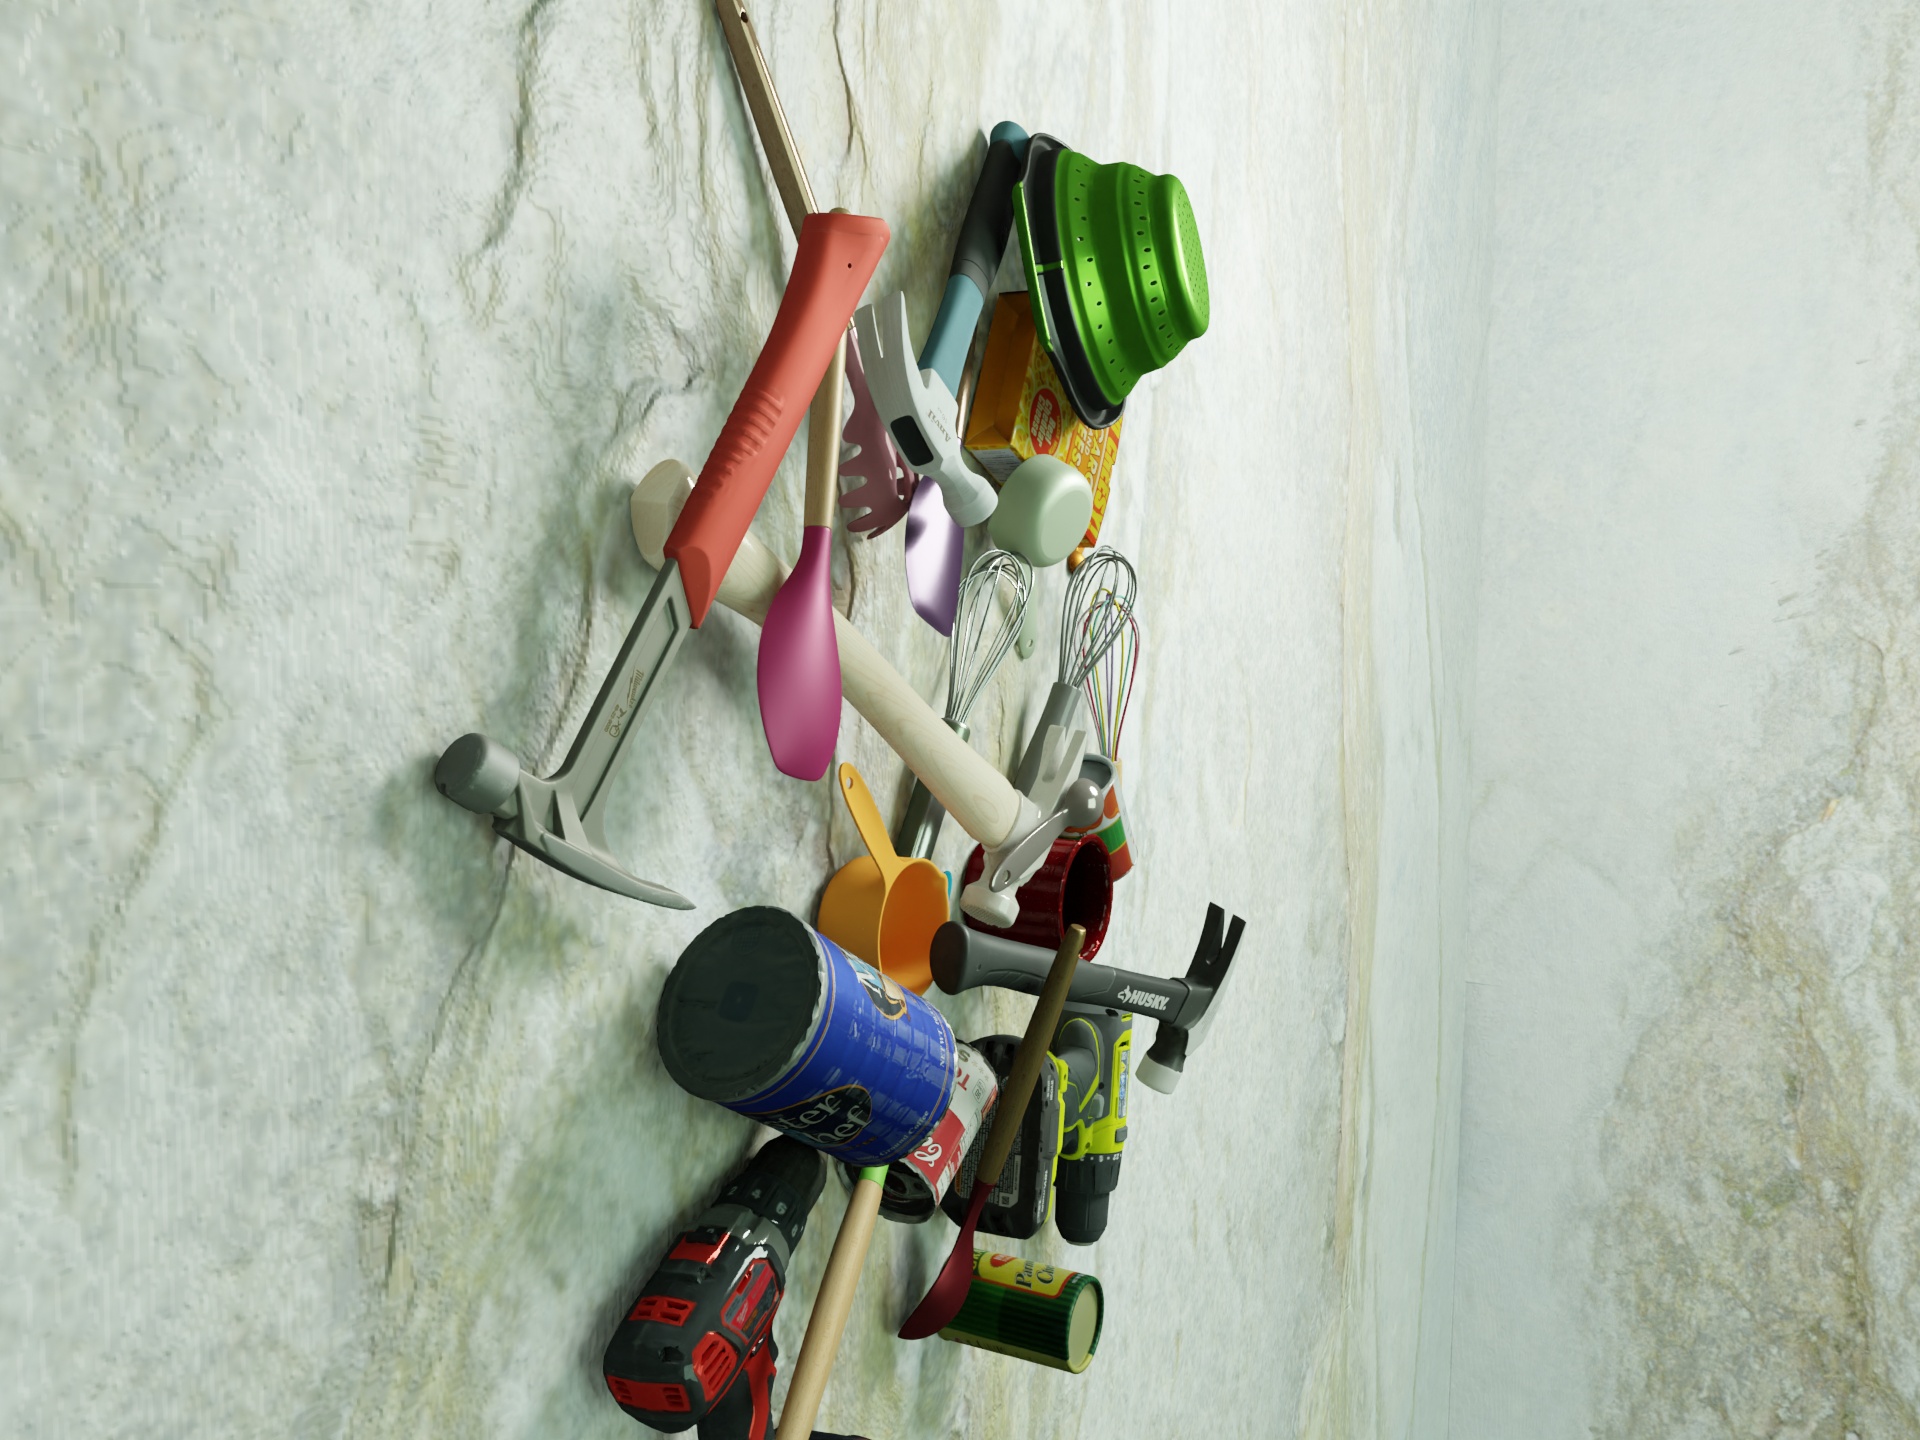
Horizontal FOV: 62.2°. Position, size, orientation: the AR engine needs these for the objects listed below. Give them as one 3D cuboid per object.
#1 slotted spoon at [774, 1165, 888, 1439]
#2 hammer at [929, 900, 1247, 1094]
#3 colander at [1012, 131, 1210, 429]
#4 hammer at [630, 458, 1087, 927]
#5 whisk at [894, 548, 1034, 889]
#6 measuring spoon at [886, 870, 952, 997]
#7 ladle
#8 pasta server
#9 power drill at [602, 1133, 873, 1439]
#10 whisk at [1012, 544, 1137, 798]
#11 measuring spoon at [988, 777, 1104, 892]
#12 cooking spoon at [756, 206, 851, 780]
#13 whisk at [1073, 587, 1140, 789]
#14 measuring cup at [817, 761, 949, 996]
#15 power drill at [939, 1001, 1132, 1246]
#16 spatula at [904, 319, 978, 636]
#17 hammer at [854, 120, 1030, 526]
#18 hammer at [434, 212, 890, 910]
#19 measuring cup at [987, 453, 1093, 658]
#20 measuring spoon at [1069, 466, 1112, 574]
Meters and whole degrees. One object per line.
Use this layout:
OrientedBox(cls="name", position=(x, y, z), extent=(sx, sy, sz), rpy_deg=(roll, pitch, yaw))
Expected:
OrientedBox(cls="slotted spoon", position=(-0.059, 0.280, 0.886), extent=(0.070, 0.031, 0.314), rpy_deg=(44, 35, -19))
OrientedBox(cls="hammer", position=(0.090, 0.174, 1.086), extent=(0.334, 0.035, 0.146), rpy_deg=(23, 94, -51))
OrientedBox(cls="colander", position=(0.140, -0.322, 1.171), extent=(0.397, 0.094, 0.204), rpy_deg=(-27, 107, -70))
OrientedBox(cls="hammer", position=(-0.045, -0.024, 0.932), extent=(0.410, 0.038, 0.146), rpy_deg=(46, 63, -46))
OrientedBox(cls="whisk", position=(-0.002, -0.003, 1.056), extent=(0.057, 0.059, 0.246), rpy_deg=(34, 68, -45))
OrientedBox(cls="measuring spoon", position=(-0.031, 0.146, 1.055), extent=(0.129, 0.021, 0.042), rpy_deg=(-68, 147, -48))
OrientedBox(cls="ladle", position=(0.024, 0.274, 1.034), extent=(0.069, 0.031, 0.315), rpy_deg=(-15, 126, -67))
OrientedBox(cls="pasta server", position=(-0.082, -0.247, 0.905), extent=(0.060, 0.040, 0.316), rpy_deg=(-54, 134, -45))
OrientedBox(cls="power drill", position=(-0.103, 0.359, 0.875), extent=(0.188, 0.080, 0.226), rpy_deg=(-52, 133, -57))
OrientedBox(cls="whisk", position=(0.080, -0.022, 1.196), extent=(0.055, 0.055, 0.239), rpy_deg=(39, 68, -57))
OrientedBox(cls="measuring spoon", position=(0.060, 0.078, 1.042), extent=(0.124, 0.018, 0.034), rpy_deg=(-39, 126, -41))
OrientedBox(cls="cooking spoon", position=(-0.074, -0.126, 0.847), extent=(0.068, 0.017, 0.319), rpy_deg=(19, 69, -54))
OrientedBox(cls="whisk", position=(0.120, 0.011, 1.295), extent=(0.051, 0.047, 0.245), rpy_deg=(-25, 120, -49))
OrientedBox(cls="measuring cup", position=(-0.061, 0.092, 0.950), extent=(0.095, 0.052, 0.173), rpy_deg=(-57, 138, -43))
OrientedBox(cls="power drill", position=(0.066, 0.310, 1.185), extent=(0.228, 0.080, 0.190), rpy_deg=(12, 82, -65))
OrientedBox(cls="spatula", position=(-0.005, -0.198, 1.003), extent=(0.059, 0.018, 0.316), rpy_deg=(39, 48, -46))
OrientedBox(cls="hammer", position=(0.006, -0.275, 0.998), extent=(0.128, 0.033, 0.331), rpy_deg=(51, 38, -35))
OrientedBox(cls="hammer", position=(-0.114, -0.091, 0.772), extent=(0.149, 0.037, 0.359), rpy_deg=(41, 67, -46))
OrientedBox(cls="measuring cup", position=(0.060, -0.107, 1.132), extent=(0.083, 0.038, 0.167), rpy_deg=(-32, 137, -35))
OrientedBox(cls="measuring spoon", position=(0.108, -0.164, 1.280), extent=(0.021, 0.011, 0.117), rpy_deg=(58, 44, -47))
